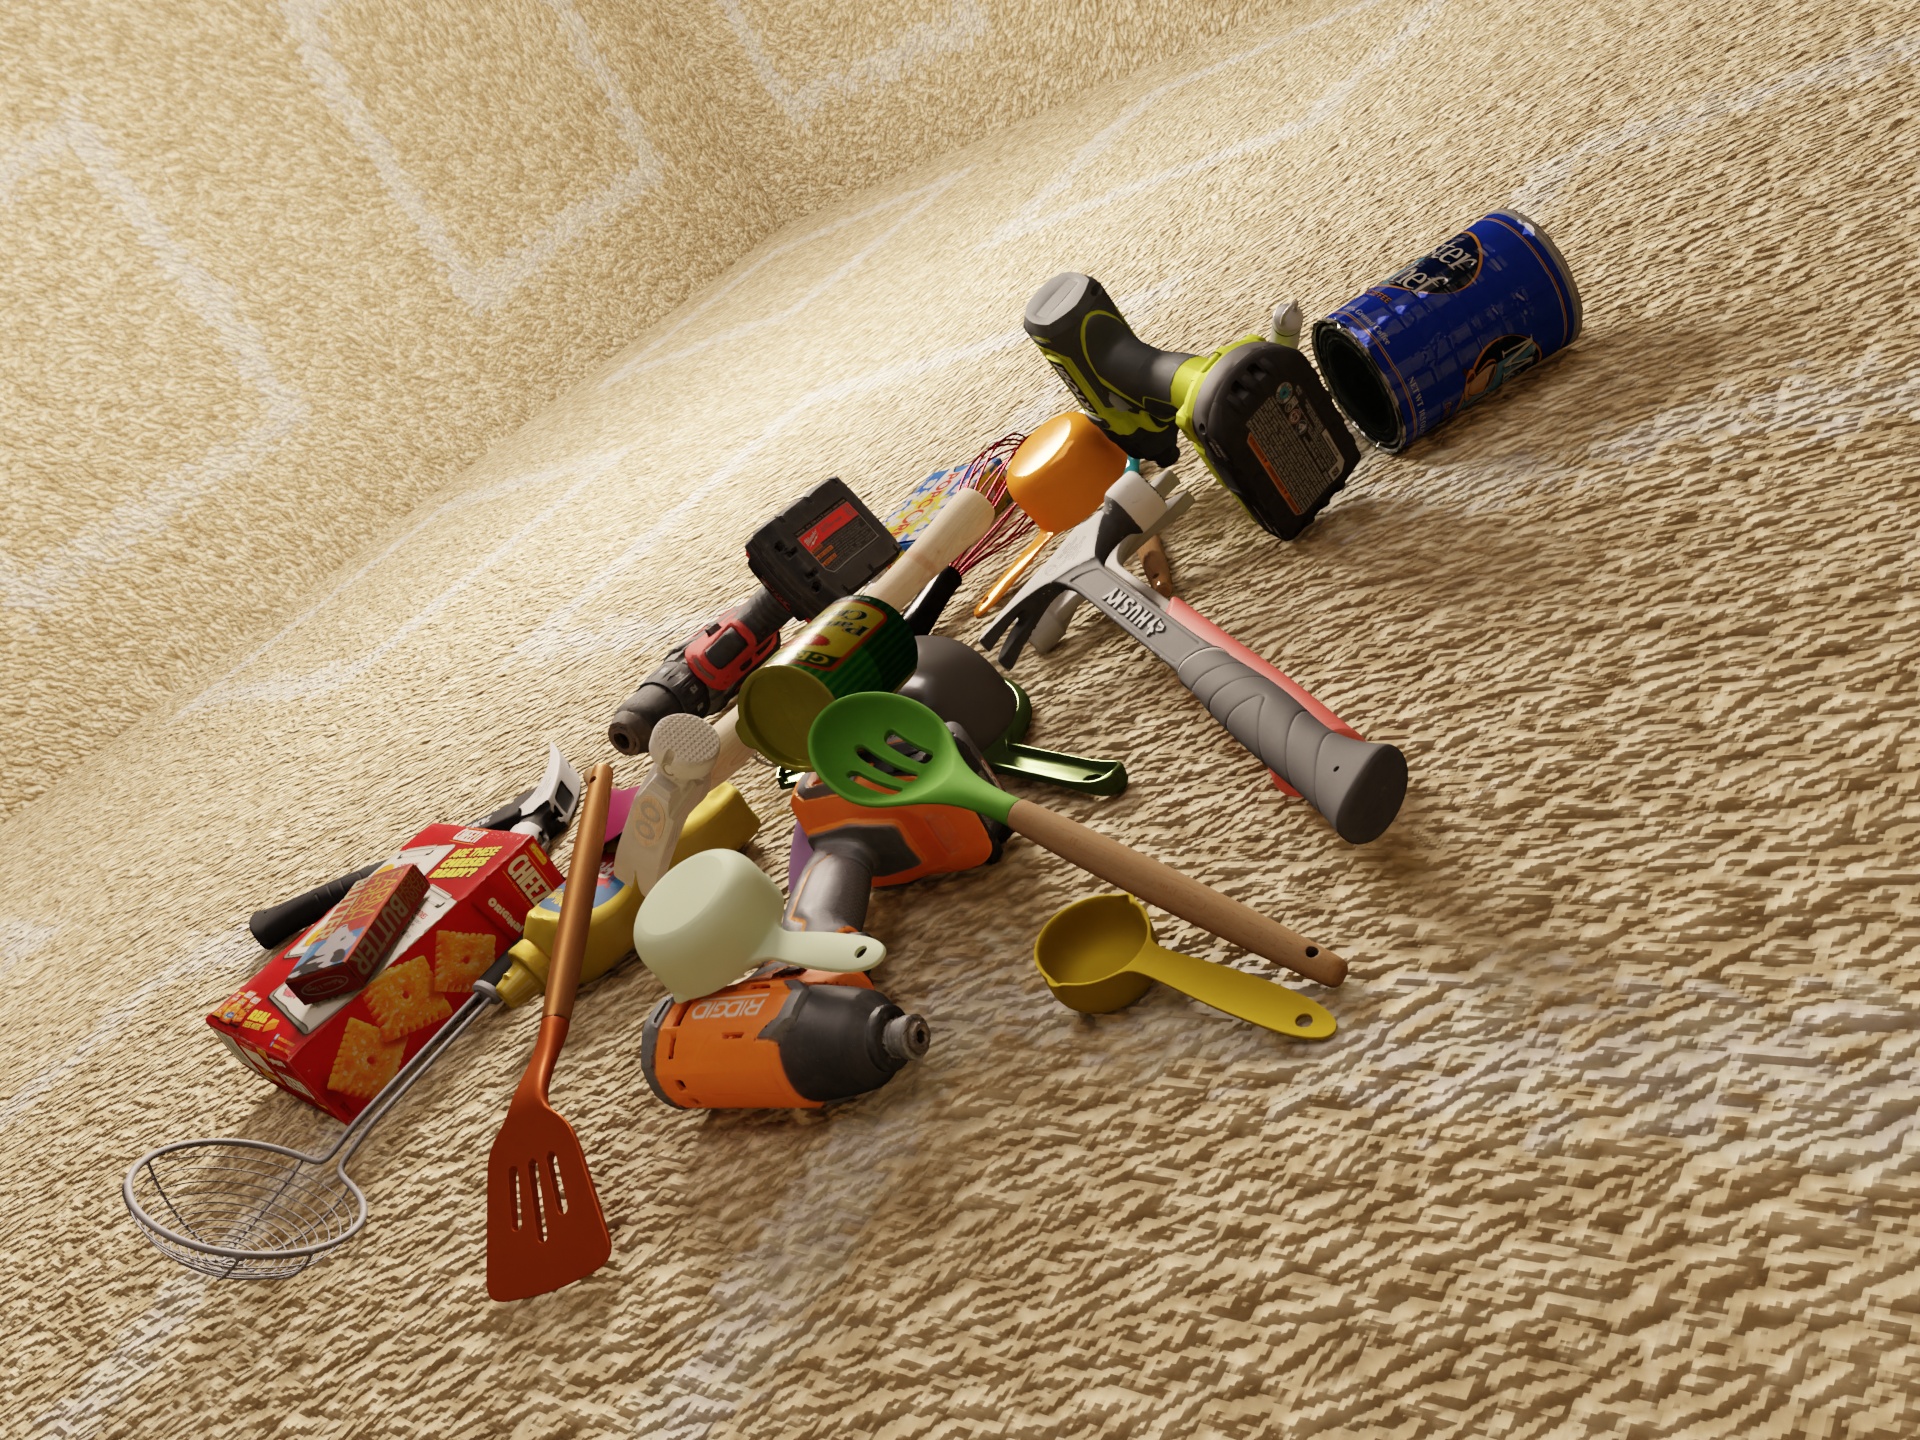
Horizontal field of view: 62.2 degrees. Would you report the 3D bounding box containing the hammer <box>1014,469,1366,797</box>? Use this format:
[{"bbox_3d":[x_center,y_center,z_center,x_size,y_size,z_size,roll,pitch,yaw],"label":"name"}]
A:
[{"bbox_3d":[0.142,-0.050,0.927,0.149,0.036,0.359,-44,26,3],"label":"hammer"}]

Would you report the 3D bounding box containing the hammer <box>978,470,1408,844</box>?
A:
[{"bbox_3d":[0.118,-0.032,0.854,0.149,0.036,0.409,-44,26,4],"label":"hammer"}]

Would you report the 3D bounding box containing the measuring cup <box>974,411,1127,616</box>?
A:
[{"bbox_3d":[0.051,-0.158,1.192,0.173,0.052,0.095,-51,26,-9],"label":"measuring cup"}]

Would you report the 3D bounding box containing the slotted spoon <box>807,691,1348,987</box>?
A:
[{"bbox_3d":[0.045,0.056,0.759,0.314,0.031,0.070,24,59,37],"label":"slotted spoon"}]

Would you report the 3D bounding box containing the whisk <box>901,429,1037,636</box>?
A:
[{"bbox_3d":[0.000,-0.125,1.231,0.073,0.073,0.296,-5,42,44],"label":"whisk"}]

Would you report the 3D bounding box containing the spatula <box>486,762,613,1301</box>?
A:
[{"bbox_3d":[-0.211,0.149,0.868,0.081,0.041,0.323,-25,40,22],"label":"spatula"}]

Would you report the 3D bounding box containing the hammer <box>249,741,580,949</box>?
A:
[{"bbox_3d":[-0.458,0.118,1.321,0.335,0.035,0.146,-23,27,19],"label":"hammer"}]

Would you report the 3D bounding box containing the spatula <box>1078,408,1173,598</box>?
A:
[{"bbox_3d":[0.121,-0.166,1.181,0.082,0.044,0.318,-38,24,17],"label":"spatula"}]

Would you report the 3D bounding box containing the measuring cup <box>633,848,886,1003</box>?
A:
[{"bbox_3d":[-0.100,0.099,0.775,0.168,0.038,0.083,-2,46,47],"label":"measuring cup"}]

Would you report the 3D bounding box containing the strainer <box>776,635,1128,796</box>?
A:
[{"bbox_3d":[-0.002,-0.003,0.964,0.151,0.069,0.256,-37,29,-29],"label":"strainer"}]

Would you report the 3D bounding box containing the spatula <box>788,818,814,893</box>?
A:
[{"bbox_3d":[-0.082,0.009,1.090,0.060,0.018,0.316,-20,33,12],"label":"spatula"}]

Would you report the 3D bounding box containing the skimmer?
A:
[{"bbox_3d":[-0.336,0.192,0.976,0.127,0.090,0.363,21,46,20],"label":"skimmer"}]

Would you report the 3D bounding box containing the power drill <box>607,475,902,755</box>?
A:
[{"bbox_3d":[-0.164,-0.068,1.203,0.226,0.080,0.188,-40,5,40],"label":"power drill"}]

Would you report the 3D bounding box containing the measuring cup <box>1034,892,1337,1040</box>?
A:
[{"bbox_3d":[0.100,0.120,0.704,0.157,0.029,0.062,15,50,43],"label":"measuring cup"}]

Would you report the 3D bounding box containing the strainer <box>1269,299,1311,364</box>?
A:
[{"bbox_3d":[0.218,-0.232,1.091,0.087,0.050,0.258,-41,-11,1],"label":"strainer"}]

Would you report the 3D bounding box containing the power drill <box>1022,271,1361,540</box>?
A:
[{"bbox_3d":[0.153,-0.208,1.068,0.080,0.171,0.223,-48,40,-3],"label":"power drill"}]

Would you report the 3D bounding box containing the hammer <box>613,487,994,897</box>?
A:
[{"bbox_3d":[-0.087,-0.041,1.055,0.411,0.038,0.146,-48,-11,-46],"label":"hammer"}]

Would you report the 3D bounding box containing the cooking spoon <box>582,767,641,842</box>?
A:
[{"bbox_3d":[-0.255,0.054,1.150,0.069,0.017,0.319,-42,14,-11],"label":"cooking spoon"}]

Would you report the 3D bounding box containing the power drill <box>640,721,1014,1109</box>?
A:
[{"bbox_3d":[-0.052,0.104,0.833,0.164,0.084,0.227,-10,36,37],"label":"power drill"}]

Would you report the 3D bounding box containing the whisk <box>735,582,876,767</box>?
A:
[{"bbox_3d":[-0.105,-0.043,1.204,0.058,0.059,0.246,-27,18,35],"label":"whisk"}]
